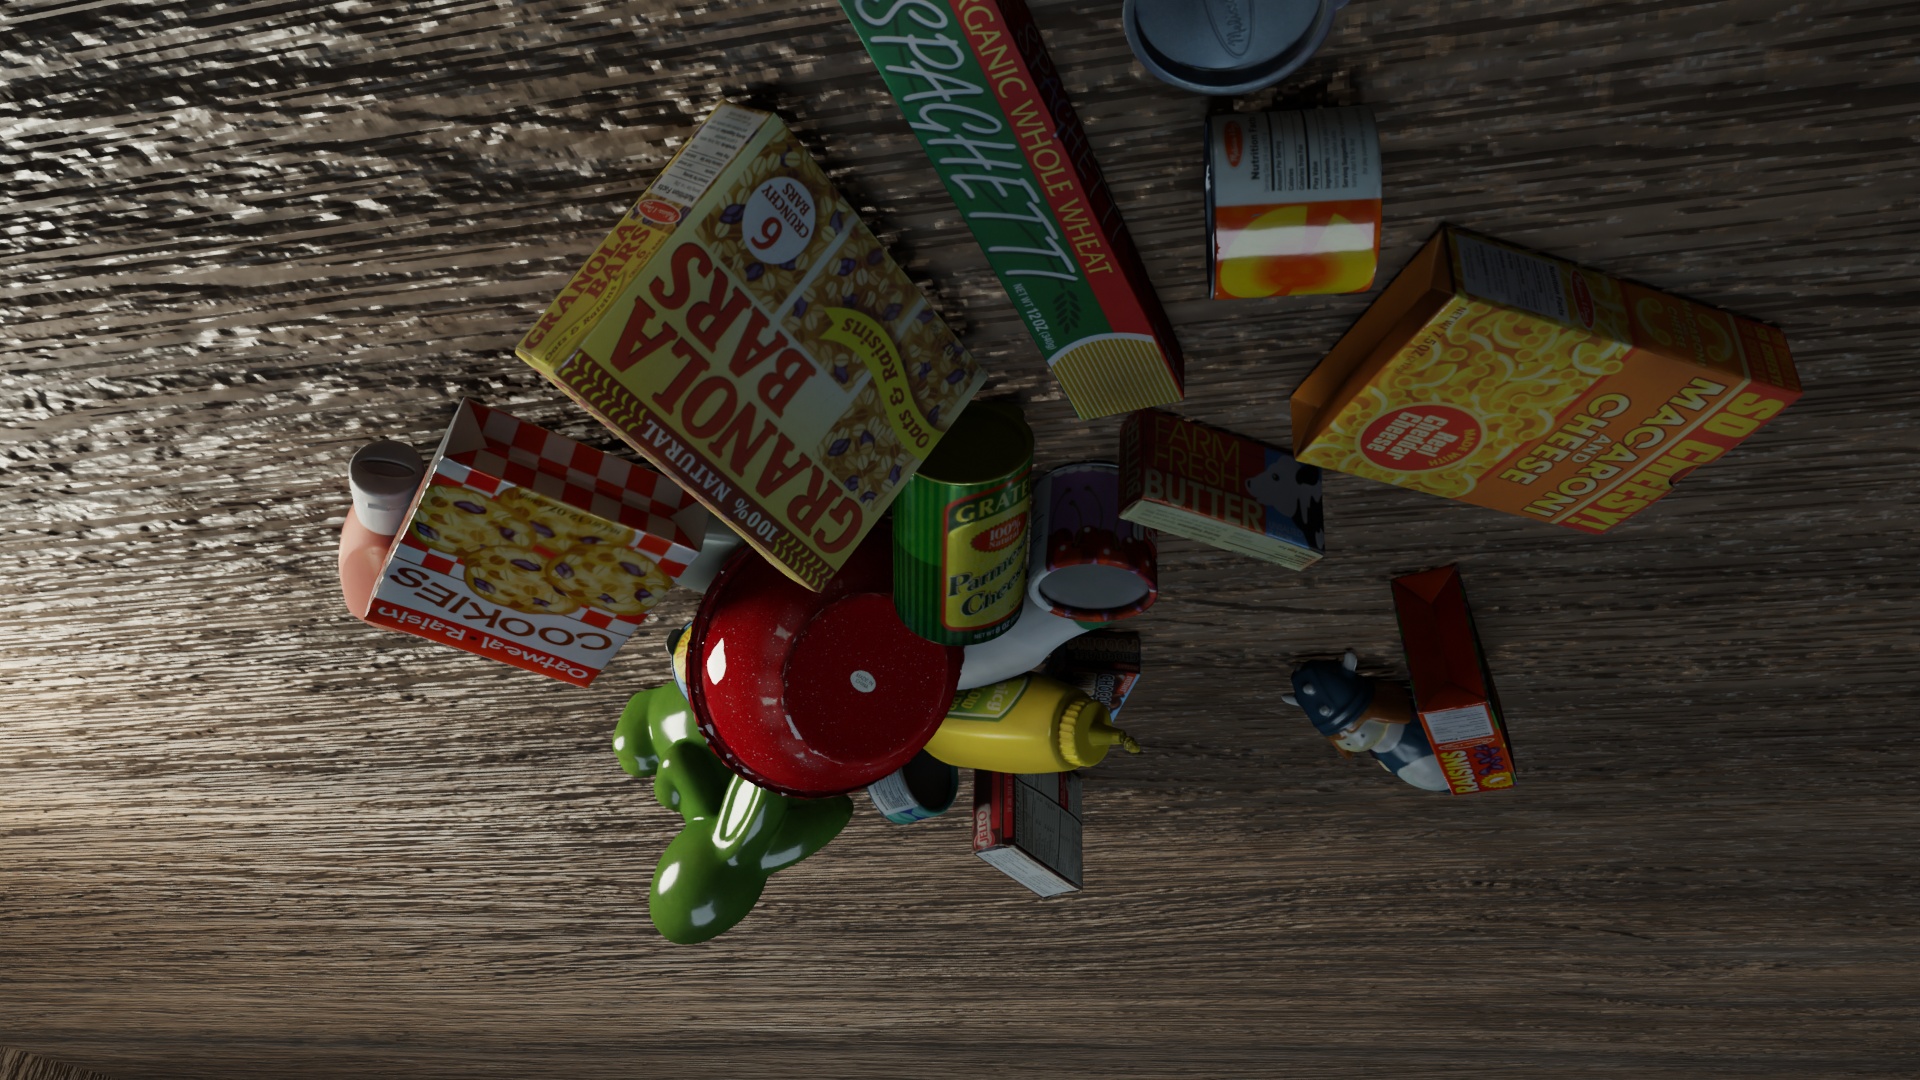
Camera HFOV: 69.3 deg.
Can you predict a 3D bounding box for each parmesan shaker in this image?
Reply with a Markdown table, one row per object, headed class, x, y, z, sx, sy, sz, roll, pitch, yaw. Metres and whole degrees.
| class | x | y | z | sx | sy | sz | roll | pitch | yaw |
| --- | --- | --- | --- | --- | --- | --- | --- | --- | --- |
| parmesan shaker | 0.002 | -0.008 | 0.670 | 0.071 | 0.072 | 0.102 | 3 | 130 | 2 |

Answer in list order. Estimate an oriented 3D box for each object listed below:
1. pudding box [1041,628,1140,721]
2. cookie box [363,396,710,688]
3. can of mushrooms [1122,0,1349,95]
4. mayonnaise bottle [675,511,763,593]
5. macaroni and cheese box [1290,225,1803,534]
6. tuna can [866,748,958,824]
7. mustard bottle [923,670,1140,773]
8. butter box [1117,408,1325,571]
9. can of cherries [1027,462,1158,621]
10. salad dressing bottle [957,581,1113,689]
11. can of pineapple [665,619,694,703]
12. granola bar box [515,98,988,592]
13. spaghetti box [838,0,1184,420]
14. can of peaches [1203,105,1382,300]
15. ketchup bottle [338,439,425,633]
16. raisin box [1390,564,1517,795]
| class | x | y | z | sx | sy | sz | roll | pitch | yaw |
| --- | --- | --- | --- | --- | --- | --- | --- | --- | --- |
| pudding box | 0.080 | 0.087 | 0.872 | 0.050 | 0.030 | 0.083 | 7 | 148 | -6 |
| cookie box | -0.215 | 0.008 | 0.696 | 0.123 | 0.040 | 0.166 | 22 | 141 | -23 |
| can of mushrooms | 0.088 | -0.179 | 0.442 | 0.071 | 0.033 | 0.070 | 3 | 147 | 2 |
| mayonnaise bottle | -0.174 | -0.013 | 0.733 | 0.148 | 0.041 | 0.064 | 22 | 142 | -23 |
| macaroni and cheese box | 0.248 | -0.062 | 0.605 | 0.166 | 0.040 | 0.123 | 13 | 148 | -13 |
| tuna can | -0.032 | 0.164 | 0.977 | 0.032 | 0.071 | 0.071 | -23 | 139 | 34 |
| mustard bottle | 0.041 | 0.108 | 0.835 | 0.160 | 0.065 | 0.048 | 2 | 133 | 41 |
| butter box | 0.126 | -0.024 | 0.668 | 0.103 | 0.053 | 0.024 | 16 | 149 | -17 |
| can of cherries | 0.071 | 0.002 | 0.710 | 0.071 | 0.059 | 0.071 | 3 | 148 | 2 |
| salad dressing bottle | 0.041 | 0.045 | 0.798 | 0.147 | 0.044 | 0.064 | -24 | 134 | 35 |
| can of pineapple | -0.131 | 0.069 | 0.833 | 0.071 | 0.071 | 0.057 | 30 | 139 | -35 |
| granola bar box | -0.075 | -0.071 | 0.555 | 0.039 | 0.124 | 0.165 | 29 | 168 | 42 |
| spaghetti box | 0.028 | -0.130 | 0.531 | 0.050 | 0.029 | 0.249 | -11 | 145 | 21 |
| can of peaches | 0.118 | -0.120 | 0.502 | 0.058 | 0.071 | 0.071 | -2 | 147 | 8 |
| ketchup bottle | -0.311 | 0.000 | 0.767 | 0.065 | 0.044 | 0.148 | 10 | 147 | -12 |
| raisin box | 0.281 | 0.081 | 0.787 | 0.040 | 0.086 | 0.123 | -15 | 143 | 20 |
